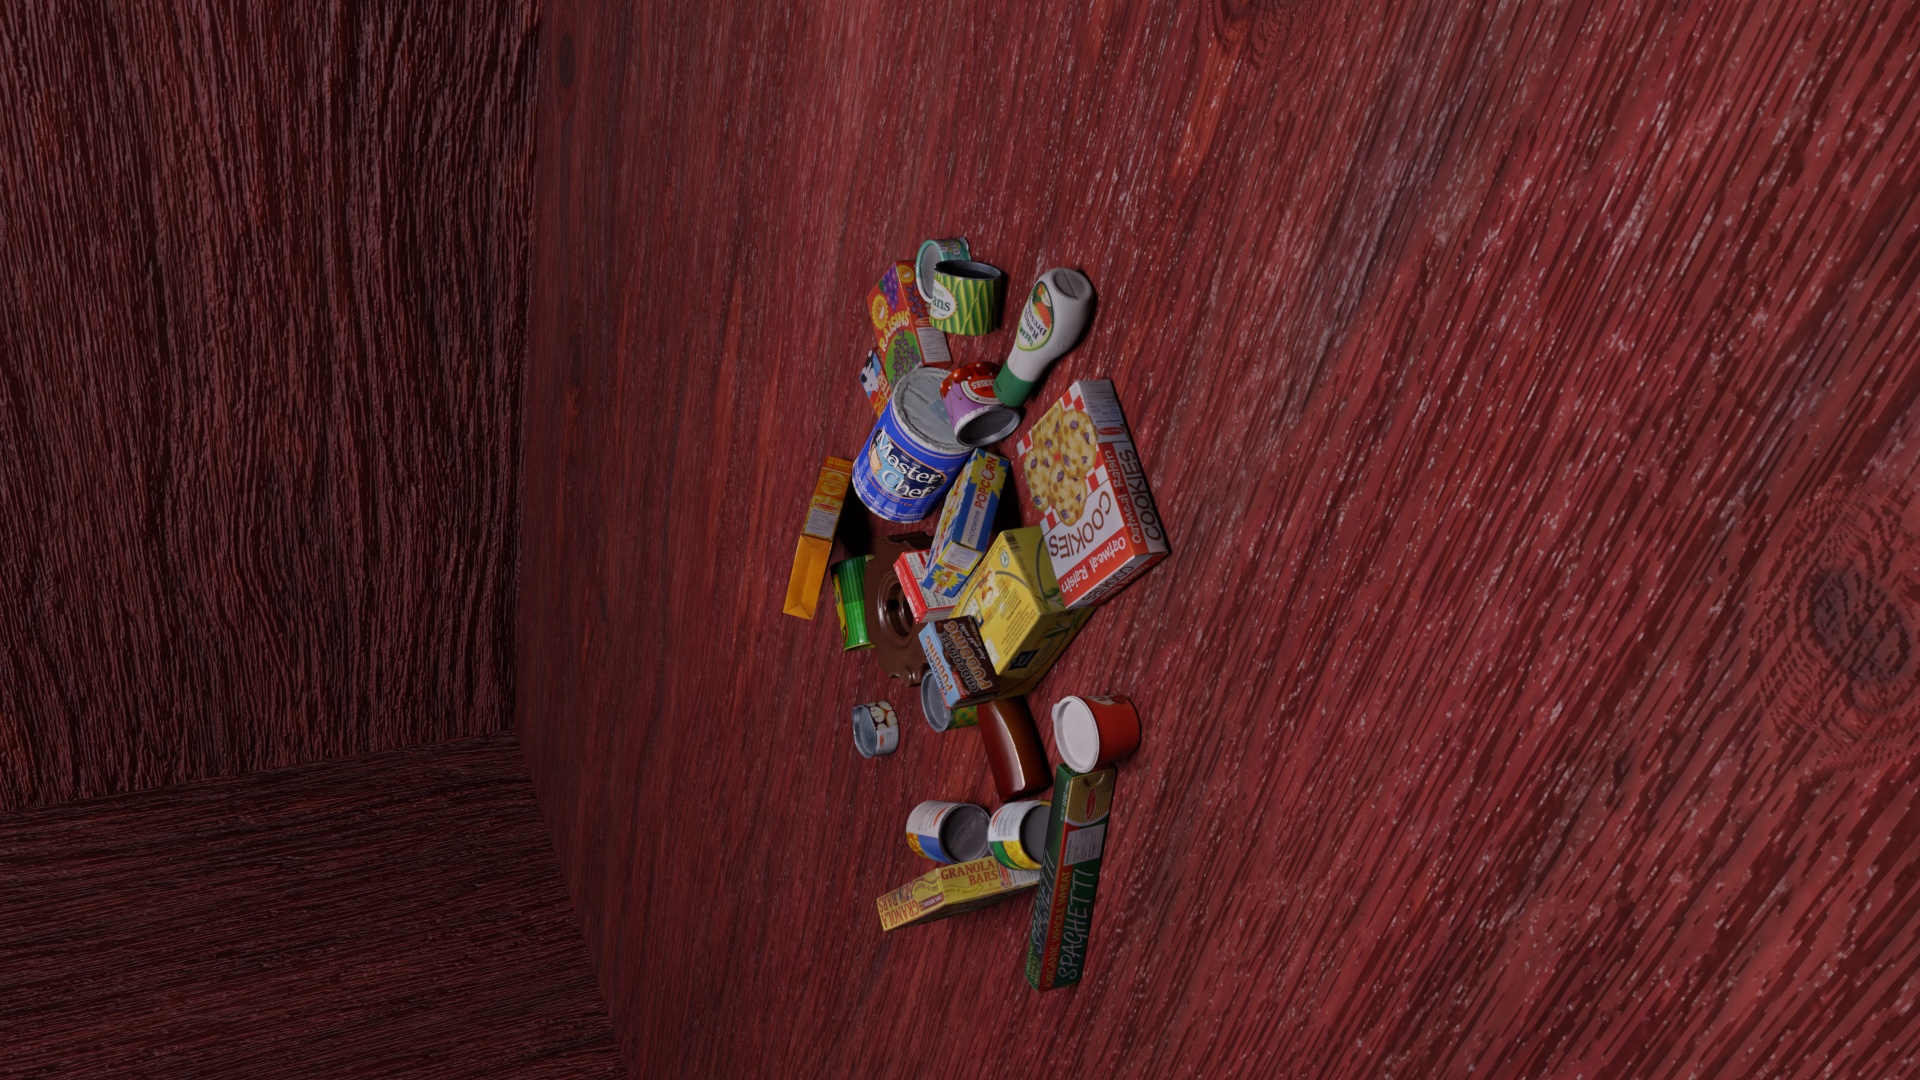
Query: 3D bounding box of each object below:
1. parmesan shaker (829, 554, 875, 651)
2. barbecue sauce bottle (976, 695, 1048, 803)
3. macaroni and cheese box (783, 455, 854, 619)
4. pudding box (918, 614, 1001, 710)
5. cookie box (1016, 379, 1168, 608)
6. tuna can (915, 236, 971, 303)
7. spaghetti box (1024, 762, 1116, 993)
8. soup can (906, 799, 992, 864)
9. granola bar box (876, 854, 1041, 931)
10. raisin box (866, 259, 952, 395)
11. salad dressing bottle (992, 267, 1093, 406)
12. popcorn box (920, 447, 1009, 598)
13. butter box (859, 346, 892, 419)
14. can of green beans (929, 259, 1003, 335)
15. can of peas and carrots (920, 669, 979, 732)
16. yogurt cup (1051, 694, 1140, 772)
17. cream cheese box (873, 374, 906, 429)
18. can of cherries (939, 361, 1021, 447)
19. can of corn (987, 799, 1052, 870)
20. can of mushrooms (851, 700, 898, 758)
[{"bbox_3d":[-0.113,0.074,1.640,0.071,0.071,0.103,-29,70,60],"label":"parmesan shaker"},{"bbox_3d":[0.044,0.184,1.395,0.064,0.044,0.149,-45,56,55],"label":"barbecue sauce bottle"},{"bbox_3d":[-0.168,-0.005,1.667,0.167,0.040,0.123,-80,7,-54],"label":"macaroni and cheese box"},{"bbox_3d":[-0.002,0.115,1.315,0.030,0.050,0.084,-54,52,50],"label":"pudding box"},{"bbox_3d":[0.114,-0.039,1.225,0.122,0.040,0.168,-45,55,55],"label":"cookie box"},{"bbox_3d":[-0.017,-0.278,1.422,0.071,0.033,0.071,22,115,59],"label":"tuna can"},{"bbox_3d":[0.102,0.318,1.309,0.029,0.050,0.248,41,131,53],"label":"spaghetti box"},{"bbox_3d":[-0.011,0.317,1.502,0.083,0.071,0.071,-15,82,62],"label":"soup can"},{"bbox_3d":[0.002,0.358,1.423,0.164,0.124,0.039,-44,56,56],"label":"granola bar box"},{"bbox_3d":[-0.056,-0.228,1.498,0.085,0.040,0.123,-39,63,58],"label":"raisin box"},{"bbox_3d":[0.072,-0.182,1.267,0.146,0.044,0.064,-60,44,48],"label":"salad dressing bottle"},{"bbox_3d":[0.005,-0.017,1.365,0.084,0.038,0.127,123,167,-50],"label":"popcorn box"},{"bbox_3d":[-0.081,-0.166,1.572,0.104,0.024,0.052,65,147,32],"label":"butter box"},{"bbox_3d":[0.005,-0.237,1.355,0.071,0.071,0.057,43,132,50],"label":"can of green beans"},{"bbox_3d":[-0.001,0.163,1.456,0.071,0.059,0.070,19,112,58],"label":"can of peas and carrots"},{"bbox_3d":[0.123,0.168,1.235,0.072,0.054,0.072,21,114,59],"label":"yogurt cup"},{"bbox_3d":[-0.052,-0.139,1.494,0.103,0.053,0.024,-54,47,51],"label":"cream cheese box"},{"bbox_3d":[0.020,-0.134,1.350,0.071,0.072,0.058,-54,49,52],"label":"can of cherries"},{"bbox_3d":[0.071,0.287,1.347,0.058,0.071,0.071,-26,73,60],"label":"can of corn"},{"bbox_3d":[-0.104,0.227,1.686,0.071,0.033,0.071,23,116,58],"label":"can of mushrooms"}]
